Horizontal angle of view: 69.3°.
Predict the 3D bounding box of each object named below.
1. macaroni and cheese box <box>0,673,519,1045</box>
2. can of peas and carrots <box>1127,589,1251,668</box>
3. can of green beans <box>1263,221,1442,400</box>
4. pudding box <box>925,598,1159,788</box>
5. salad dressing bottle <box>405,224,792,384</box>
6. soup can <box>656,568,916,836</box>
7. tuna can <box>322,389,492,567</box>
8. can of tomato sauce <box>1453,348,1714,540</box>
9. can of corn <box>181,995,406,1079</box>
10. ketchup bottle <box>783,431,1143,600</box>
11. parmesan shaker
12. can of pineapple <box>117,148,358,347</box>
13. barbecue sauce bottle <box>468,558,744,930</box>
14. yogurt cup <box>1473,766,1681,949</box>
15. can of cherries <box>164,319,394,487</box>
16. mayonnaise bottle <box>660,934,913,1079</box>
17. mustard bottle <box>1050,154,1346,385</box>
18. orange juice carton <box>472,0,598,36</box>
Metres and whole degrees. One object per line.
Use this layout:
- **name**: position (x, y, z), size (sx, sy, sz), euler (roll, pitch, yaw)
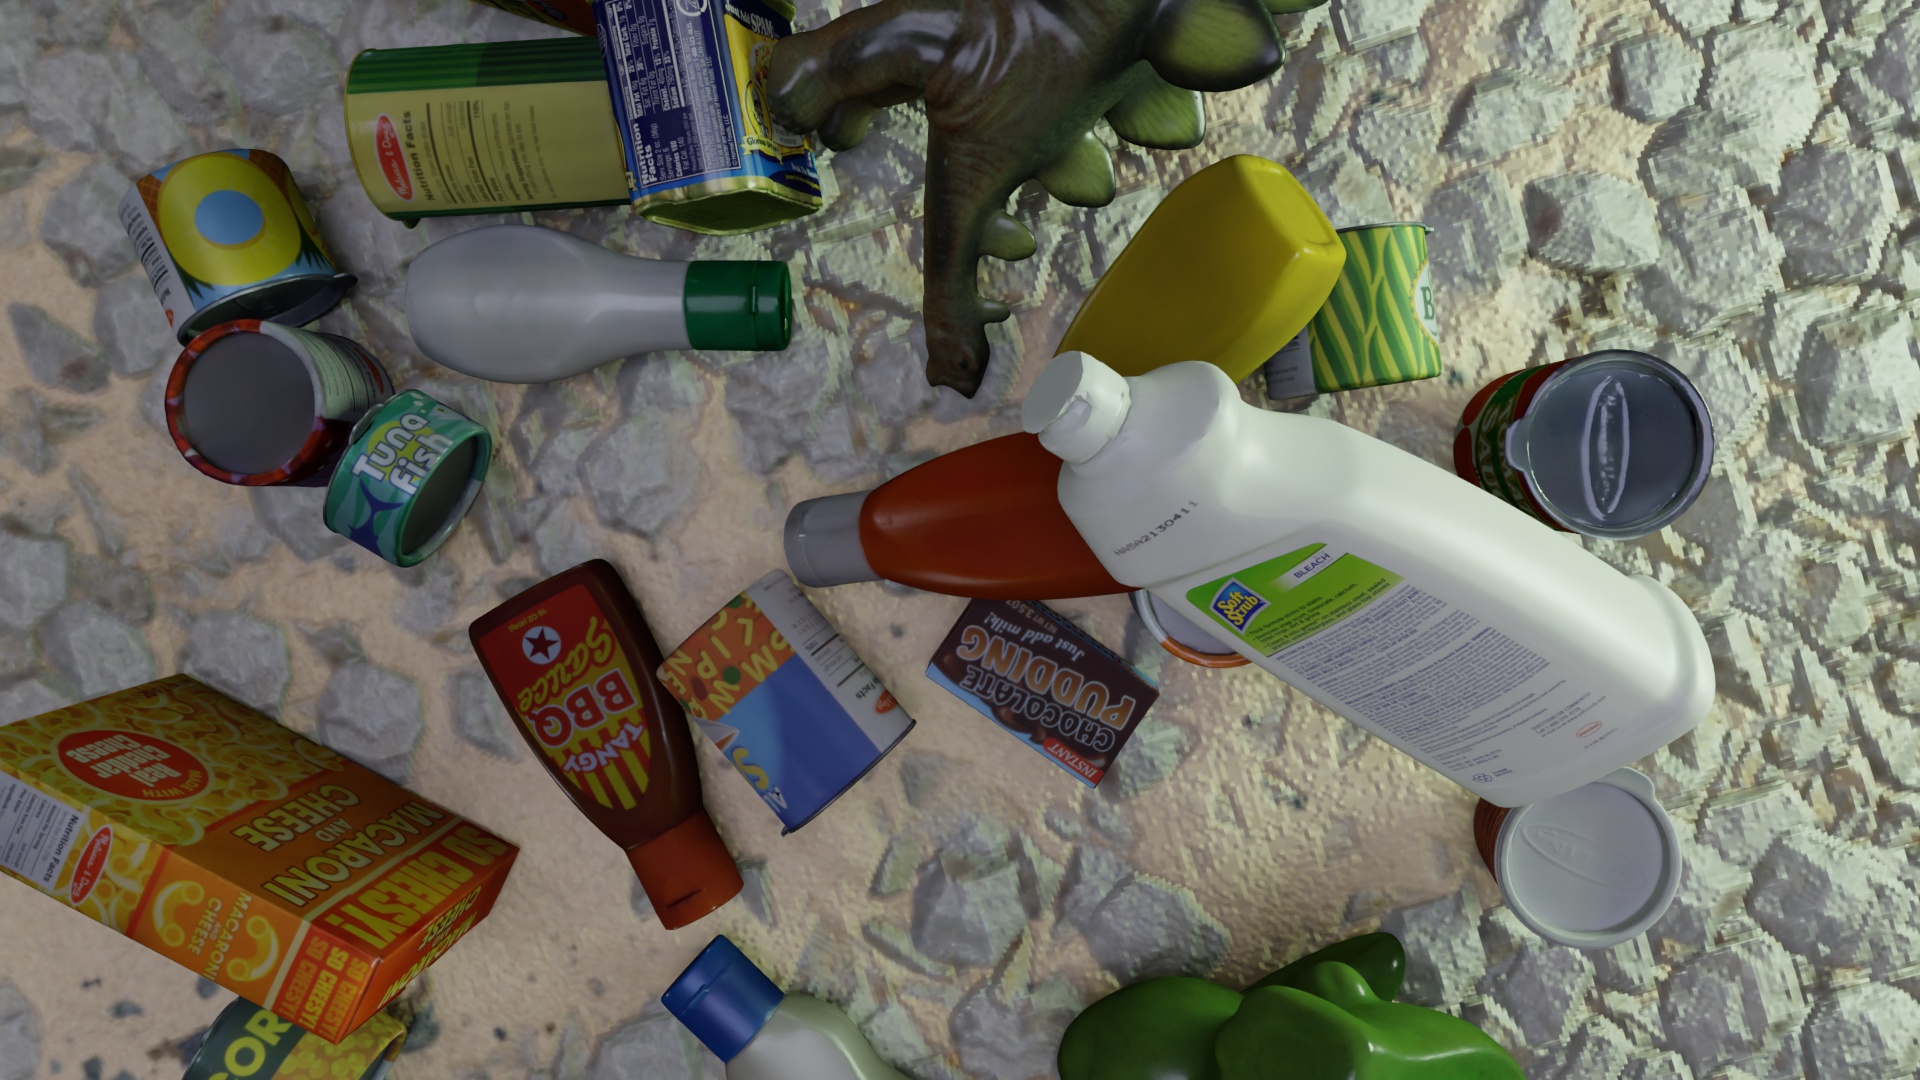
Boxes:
- **macaroni and cheese box**: position (-0.274, 0.116, 0.537), size (0.166, 0.124, 0.040), euler (27, 97, 2)
- **can of peas and carrots**: position (0.101, 0.014, 0.543), size (0.071, 0.059, 0.071), euler (0, 93, 3)
- **can of green beans**: position (0.148, -0.087, 0.533), size (0.071, 0.071, 0.057), euler (-8, 93, 4)
- **pudding box**: position (0.033, 0.056, 0.563), size (0.084, 0.030, 0.049), euler (35, 95, 2)
- **salad dressing bottle**: position (-0.144, -0.095, 0.562), size (0.148, 0.044, 0.064), euler (1, 91, 2)
- **soup can**: position (-0.071, 0.065, 0.552), size (0.071, 0.071, 0.084), euler (-41, 89, 4)
- **tuna can**: position (-0.219, -0.026, 0.555), size (0.033, 0.071, 0.071), euler (29, 94, 0)
- **can of tomato sauce**: position (0.228, -0.035, 0.522), size (0.071, 0.083, 0.071), euler (0, 93, 4)
- **can of corn**: position (-0.272, 0.214, 0.567), size (0.058, 0.071, 0.071), euler (31, 94, 1)
- **ketchup bottle**: position (0.002, -0.007, 0.530), size (0.148, 0.043, 0.065), euler (-7, 65, 29)
- **parmesan shaker**: position (-0.177, -0.161, 0.551), size (0.103, 0.071, 0.071), euler (-3, 93, 3)
- **can of pineapple**: position (-0.290, -0.117, 0.558), size (0.071, 0.071, 0.058), euler (-25, 91, 4)
- **barbecue sauce bottle**: position (-0.139, 0.085, 0.568), size (0.065, 0.044, 0.148), euler (-28, 91, 5)
- **yogurt cup**: position (0.236, 0.118, 0.542), size (0.072, 0.054, 0.072), euler (0, 93, 4)
- **can of cherries**: position (-0.276, -0.052, 0.563), size (0.071, 0.058, 0.071), euler (0, 92, 3)
- **mayonnaise bottle**: position (-0.057, 0.226, 0.571), size (0.148, 0.041, 0.065), euler (43, 93, 2)
- **mustard bottle**: position (0.071, -0.072, 0.527), size (0.159, 0.049, 0.065), euler (-45, 64, 40)
- **orange juice carton**: position (-0.177, -0.250, 0.542), size (0.193, 0.072, 0.073), euler (18, 94, 3)
